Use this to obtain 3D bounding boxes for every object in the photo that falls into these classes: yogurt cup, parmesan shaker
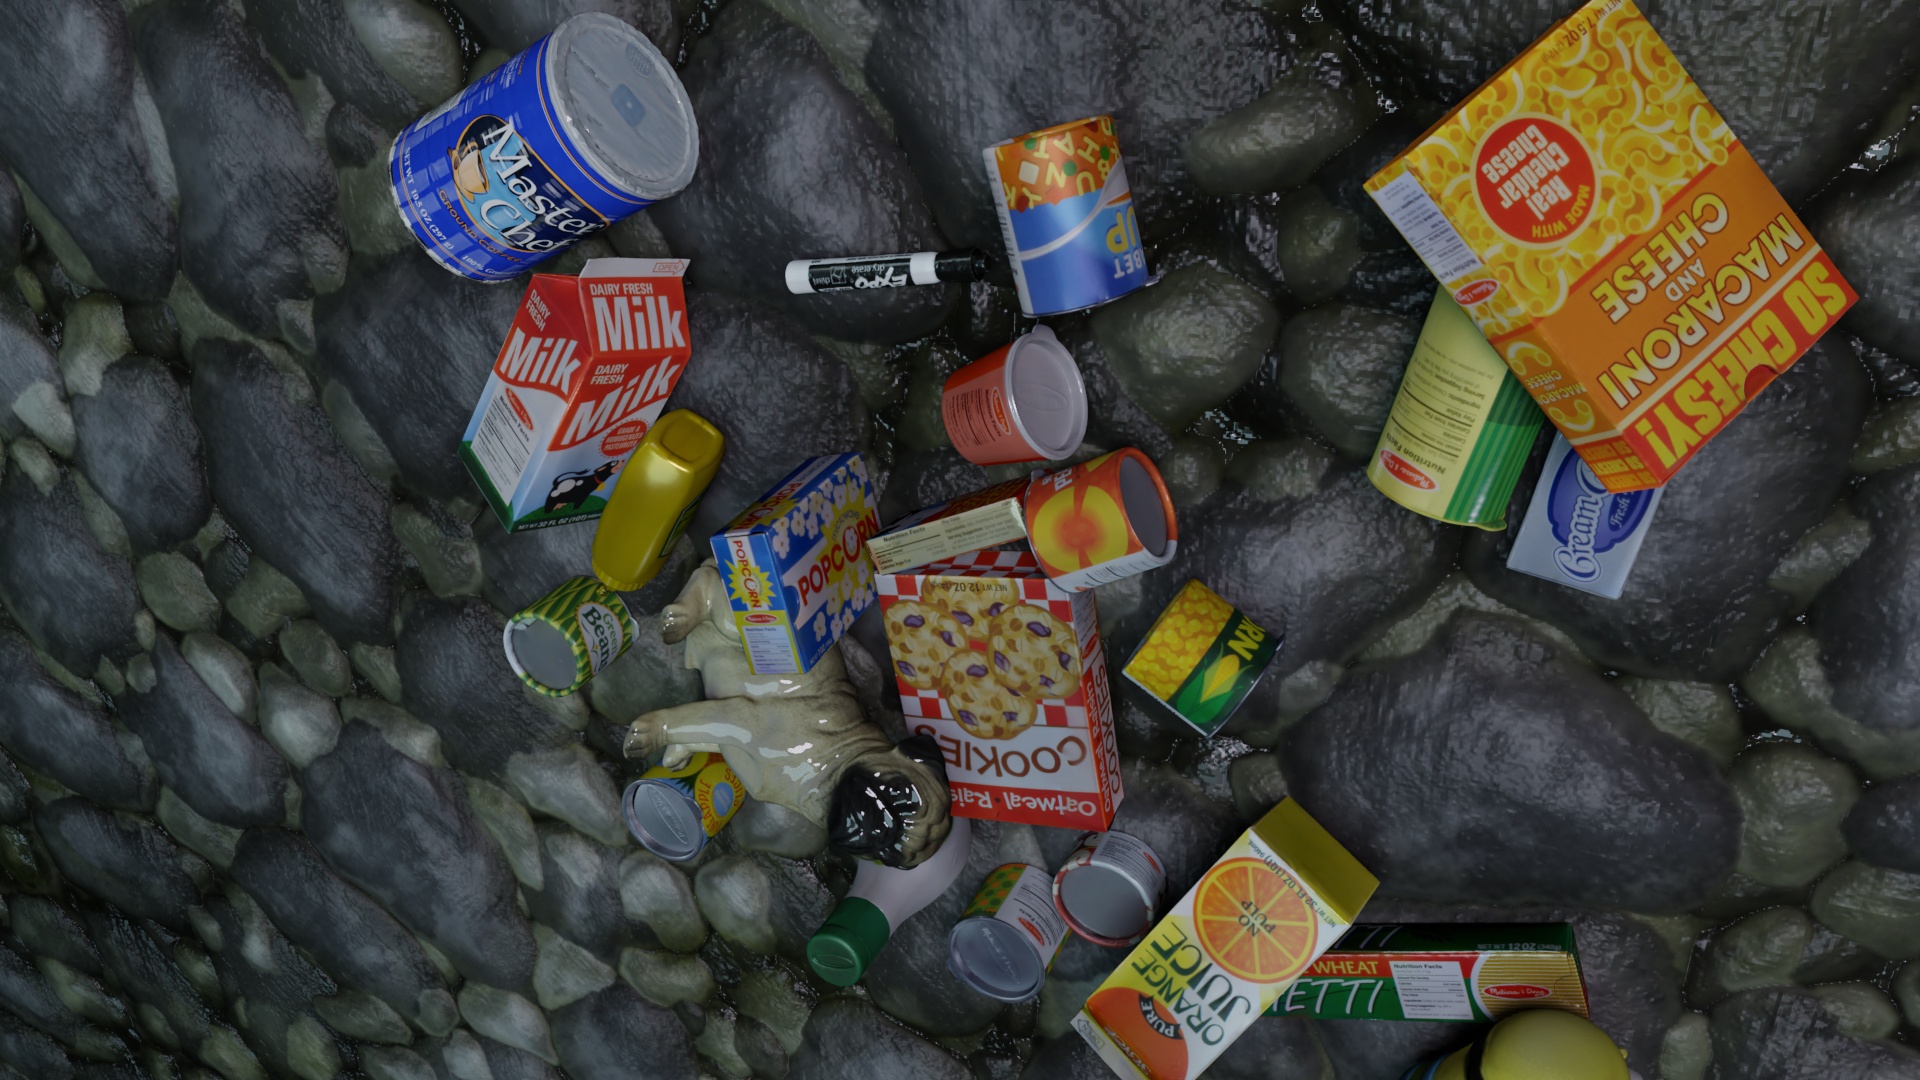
[{"bbox_3d":[0.027,-0.071,0.737,0.054,0.073,0.072,-12,107,39],"label":"yogurt cup"},{"bbox_3d":[0.237,-0.066,0.633,0.071,0.071,0.102,22,121,15],"label":"parmesan shaker"}]

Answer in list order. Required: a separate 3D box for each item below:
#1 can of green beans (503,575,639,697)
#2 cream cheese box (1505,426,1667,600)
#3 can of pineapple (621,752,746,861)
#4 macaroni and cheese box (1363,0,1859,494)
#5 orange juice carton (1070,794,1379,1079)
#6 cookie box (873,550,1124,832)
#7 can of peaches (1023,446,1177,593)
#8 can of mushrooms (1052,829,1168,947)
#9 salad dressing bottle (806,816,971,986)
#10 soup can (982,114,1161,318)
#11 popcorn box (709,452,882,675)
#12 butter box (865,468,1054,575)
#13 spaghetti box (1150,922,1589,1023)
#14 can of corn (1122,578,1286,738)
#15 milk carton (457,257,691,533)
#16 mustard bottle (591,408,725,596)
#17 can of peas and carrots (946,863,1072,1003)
[{"bbox_3d":[-0.267,0.065,0.949,0.071,0.058,0.071,11,118,21],"label":"can of green beans"},{"bbox_3d":[0.298,-0.027,0.647,0.053,0.024,0.103,19,120,18],"label":"cream cheese box"},{"bbox_3d":[-0.189,0.179,0.964,0.071,0.058,0.070,11,118,21],"label":"can of pineapple"},{"bbox_3d":[0.265,-0.121,0.566,0.124,0.040,0.166,-40,93,-10],"label":"macaroni and cheese box"},{"bbox_3d":[0.142,0.242,0.791,0.072,0.073,0.192,44,113,18],"label":"orange juice carton"},{"bbox_3d":[0.024,0.089,0.827,0.123,0.040,0.166,0,114,26],"label":"cookie box"},{"bbox_3d":[0.075,-0.013,0.739,0.058,0.071,0.071,-19,104,32],"label":"can of peaches"},{"bbox_3d":[0.091,0.217,0.859,0.071,0.033,0.070,10,117,21],"label":"can of mushrooms"},{"bbox_3d":[-0.043,0.211,0.853,0.064,0.148,0.043,0,113,26],"label":"salad dressing bottle"},{"bbox_3d":[0.055,-0.159,0.680,0.071,0.072,0.083,-6,110,28],"label":"soup can"},{"bbox_3d":[-0.086,0.011,0.792,0.038,0.127,0.085,-4,112,23],"label":"popcorn box"},{"bbox_3d":[0.003,-0.010,0.784,0.103,0.053,0.024,-16,103,30],"label":"butter box"},{"bbox_3d":[0.229,0.251,0.811,0.250,0.029,0.050,-9,109,29],"label":"spaghetti box"},{"bbox_3d":[0.130,0.061,0.747,0.058,0.071,0.070,37,124,6],"label":"can of corn"},{"bbox_3d":[-0.227,-0.096,0.833,0.073,0.072,0.189,52,128,21],"label":"milk carton"},{"bbox_3d":[-0.199,-0.012,0.878,0.049,0.066,0.159,34,130,-3],"label":"mustard bottle"},{"bbox_3d":[0.032,0.251,0.889,0.071,0.059,0.070,11,118,22],"label":"can of peas and carrots"}]
